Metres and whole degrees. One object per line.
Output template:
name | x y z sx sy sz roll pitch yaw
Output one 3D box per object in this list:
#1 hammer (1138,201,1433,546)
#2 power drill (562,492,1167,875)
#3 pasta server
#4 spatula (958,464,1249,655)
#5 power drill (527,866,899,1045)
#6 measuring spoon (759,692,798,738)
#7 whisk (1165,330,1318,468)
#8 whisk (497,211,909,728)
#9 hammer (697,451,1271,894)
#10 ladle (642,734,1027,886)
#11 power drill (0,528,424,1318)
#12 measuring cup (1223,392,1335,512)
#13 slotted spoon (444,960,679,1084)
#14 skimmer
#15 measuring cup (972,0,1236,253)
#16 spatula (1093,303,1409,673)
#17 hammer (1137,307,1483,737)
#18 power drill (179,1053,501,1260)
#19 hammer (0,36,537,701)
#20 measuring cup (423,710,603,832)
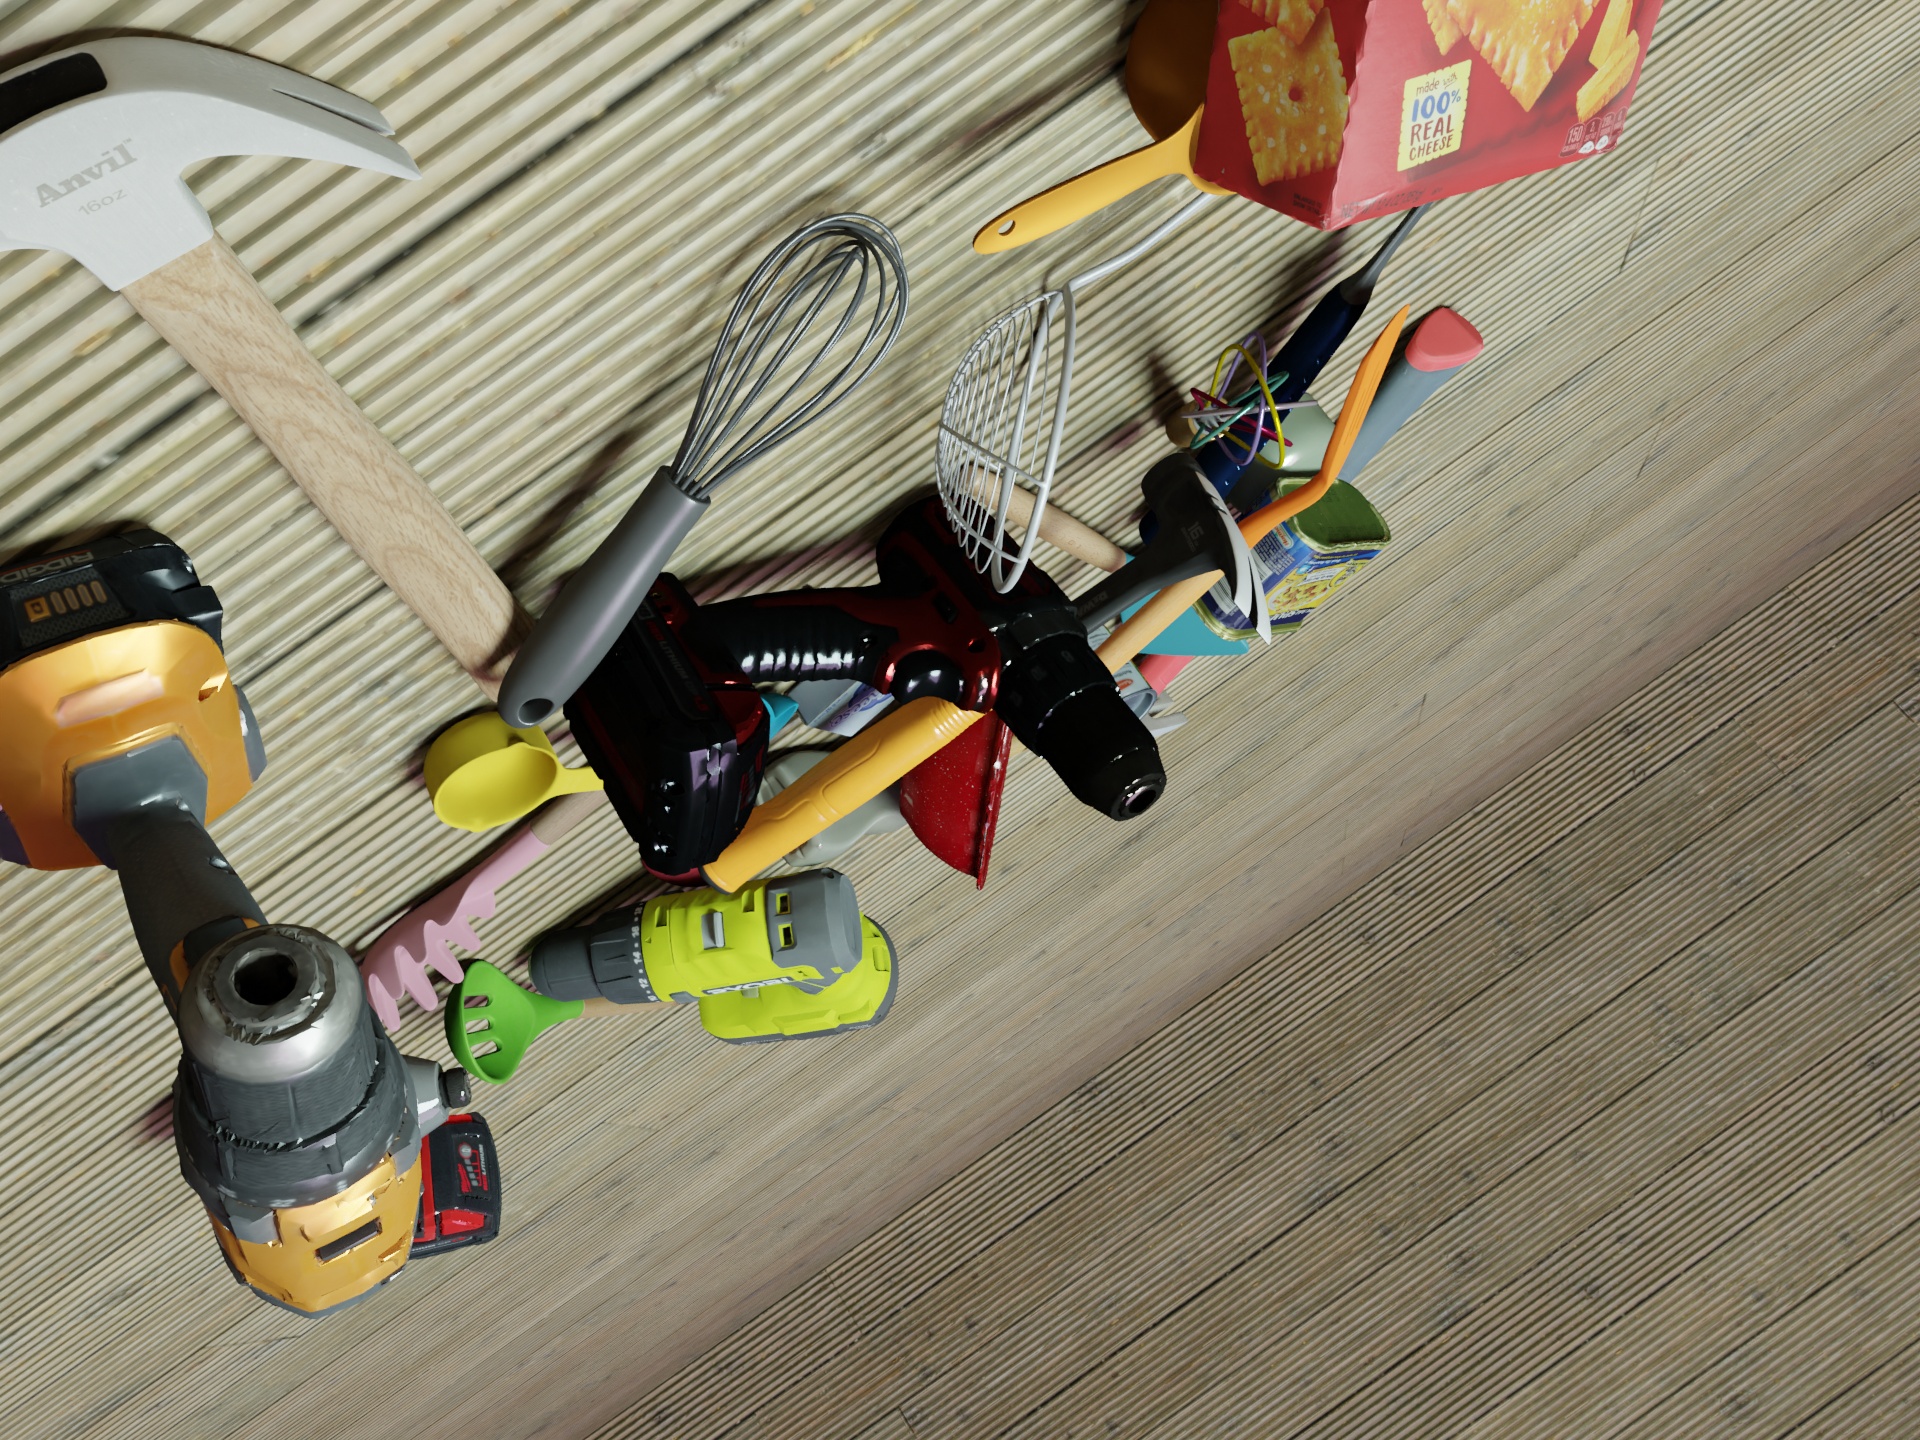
hammer | 0.203 -0.220 0.780 0.144 0.035 0.405 -44 173 -41
power drill | -0.037 -0.009 0.686 0.226 0.188 0.080 -17 143 -30
pasta server | -0.184 0.045 0.790 0.316 0.040 0.060 -39 172 7
spatula | 0.077 -0.085 0.895 0.082 0.044 0.317 3 173 29
power drill | -0.140 0.151 0.989 0.190 0.080 0.228 -10 162 7
measuring spoon | -0.106 -0.005 0.786 0.042 0.021 0.128 -46 175 -5
whisk | 0.118 -0.136 0.728 0.051 0.047 0.245 -50 -176 6
whisk | -0.100 -0.085 0.588 0.239 0.055 0.055 -49 156 17
hammer | -0.001 -0.003 0.810 0.337 0.127 0.034 -34 130 16
ladle | -0.061 0.049 1.007 0.315 0.031 0.069 -18 156 -42
power drill | -0.224 0.049 0.463 0.084 0.226 0.185 -24 156 -29
measuring cup | 0.169 -0.123 0.963 0.083 0.038 0.167 -15 150 -42
slotted spoon | -0.230 0.180 1.003 0.031 0.070 0.313 -15 170 17
skimmer | 0.129 -0.201 0.663 0.363 0.090 0.127 -39 -169 2
measuring cup | 0.067 -0.224 0.574 0.173 0.052 0.095 -30 159 -10
spatula | 0.128 -0.090 0.849 0.322 0.041 0.081 -44 -178 38
hammer | 0.207 -0.111 1.053 0.143 0.038 0.386 -14 150 -47
power drill | -0.333 0.245 0.901 0.143 0.079 0.219 -11 152 -9
hammer | -0.193 -0.081 0.509 0.130 0.031 0.331 -32 160 -7
measuring cup | -0.172 0.016 0.736 0.156 0.029 0.062 -7 143 -43
